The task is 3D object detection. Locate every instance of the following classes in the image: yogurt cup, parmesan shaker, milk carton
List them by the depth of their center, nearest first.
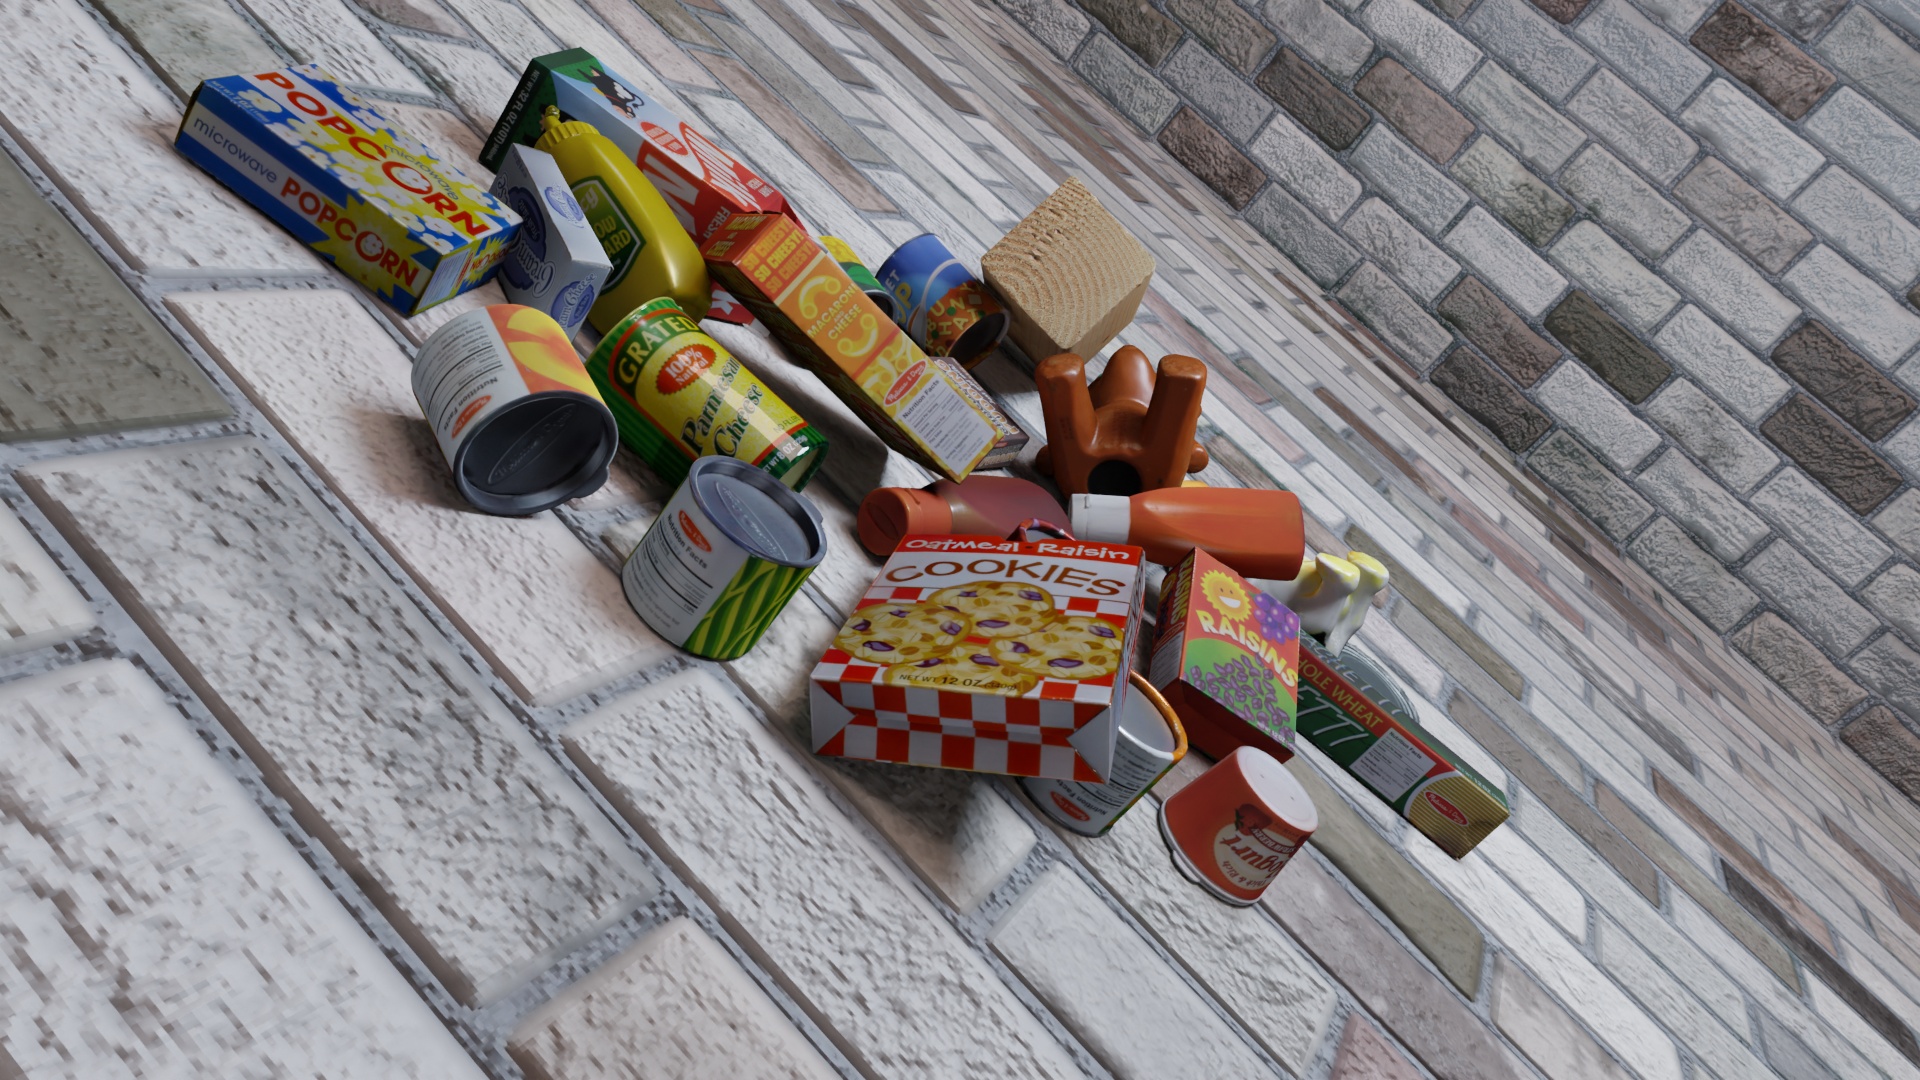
[{"bbox_3d":[-0.119,-0.058,0.654,0.103,0.071,0.071,41,23,4],"label":"parmesan shaker"},{"bbox_3d":[0.144,0.142,0.706,0.072,0.053,0.073,33,24,-16],"label":"yogurt cup"},{"bbox_3d":[-0.175,-0.203,0.824,0.190,0.072,0.074,36,23,-9],"label":"milk carton"}]

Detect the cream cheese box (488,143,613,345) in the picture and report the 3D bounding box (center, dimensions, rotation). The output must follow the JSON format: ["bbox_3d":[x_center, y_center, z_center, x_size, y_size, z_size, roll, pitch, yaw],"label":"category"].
[{"bbox_3d":[-0.211,-0.148,0.699,0.024,0.053,0.104,8,39,-45],"label":"cream cheese box"}]

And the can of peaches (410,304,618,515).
[{"bbox_3d":[-0.180,-0.052,0.563,0.071,0.071,0.058,8,38,-50],"label":"can of peaches"}]

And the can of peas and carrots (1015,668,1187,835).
[{"bbox_3d":[0.066,0.096,0.667,0.071,0.058,0.071,33,25,-17],"label":"can of peas and carrots"}]

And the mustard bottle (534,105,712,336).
[{"bbox_3d":[-0.191,-0.174,0.741,0.160,0.065,0.049,57,18,19],"label":"mustard bottle"}]

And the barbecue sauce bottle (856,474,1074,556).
[{"bbox_3d":[0.003,-0.010,0.781,0.149,0.043,0.065,1,43,-54],"label":"barbecue sauce bottle"}]

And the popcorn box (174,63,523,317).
[{"bbox_3d":[-0.280,-0.166,0.647,0.126,0.038,0.085,37,23,-7],"label":"popcorn box"}]

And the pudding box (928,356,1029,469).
[{"bbox_3d":[0.001,-0.085,0.926,0.084,0.030,0.050,48,26,18],"label":"pudding box"}]

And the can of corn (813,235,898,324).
[{"bbox_3d":[-0.081,-0.147,0.874,0.071,0.071,0.058,5,41,-53],"label":"can of corn"}]

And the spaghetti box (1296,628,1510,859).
[{"bbox_3d":[0.250,0.113,0.918,0.250,0.050,0.029,39,22,-1],"label":"spaghetti box"}]

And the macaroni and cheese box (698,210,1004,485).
[{"bbox_3d":[-0.064,-0.108,0.759,0.166,0.040,0.124,44,-5,-23],"label":"macaroni and cheese box"}]

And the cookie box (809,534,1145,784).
[{"bbox_3d":[0.015,0.045,0.627,0.123,0.040,0.168,4,22,11],"label":"cookie box"}]

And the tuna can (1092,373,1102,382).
[{"bbox_3d":[0.132,-0.105,1.149,0.071,0.032,0.071,32,25,-17],"label":"tuna can"}]

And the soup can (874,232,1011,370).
[{"bbox_3d":[-0.016,-0.170,1.012,0.084,0.071,0.071,49,25,19],"label":"soup can"}]

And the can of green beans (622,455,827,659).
[{"bbox_3d":[-0.099,0.007,0.583,0.071,0.057,0.071,32,25,-17],"label":"can of green beans"}]

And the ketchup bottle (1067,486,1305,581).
[{"bbox_3d":[0.145,-0.008,0.900,0.149,0.043,0.065,4,44,1],"label":"ketchup bottle"}]

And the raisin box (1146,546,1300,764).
[{"bbox_3d":[0.159,0.072,0.834,0.086,0.040,0.124,33,38,-10],"label":"raisin box"}]

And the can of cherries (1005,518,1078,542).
[{"bbox_3d":[0.040,0.029,0.748,0.071,0.058,0.072,32,25,-17],"label":"can of cherries"}]
